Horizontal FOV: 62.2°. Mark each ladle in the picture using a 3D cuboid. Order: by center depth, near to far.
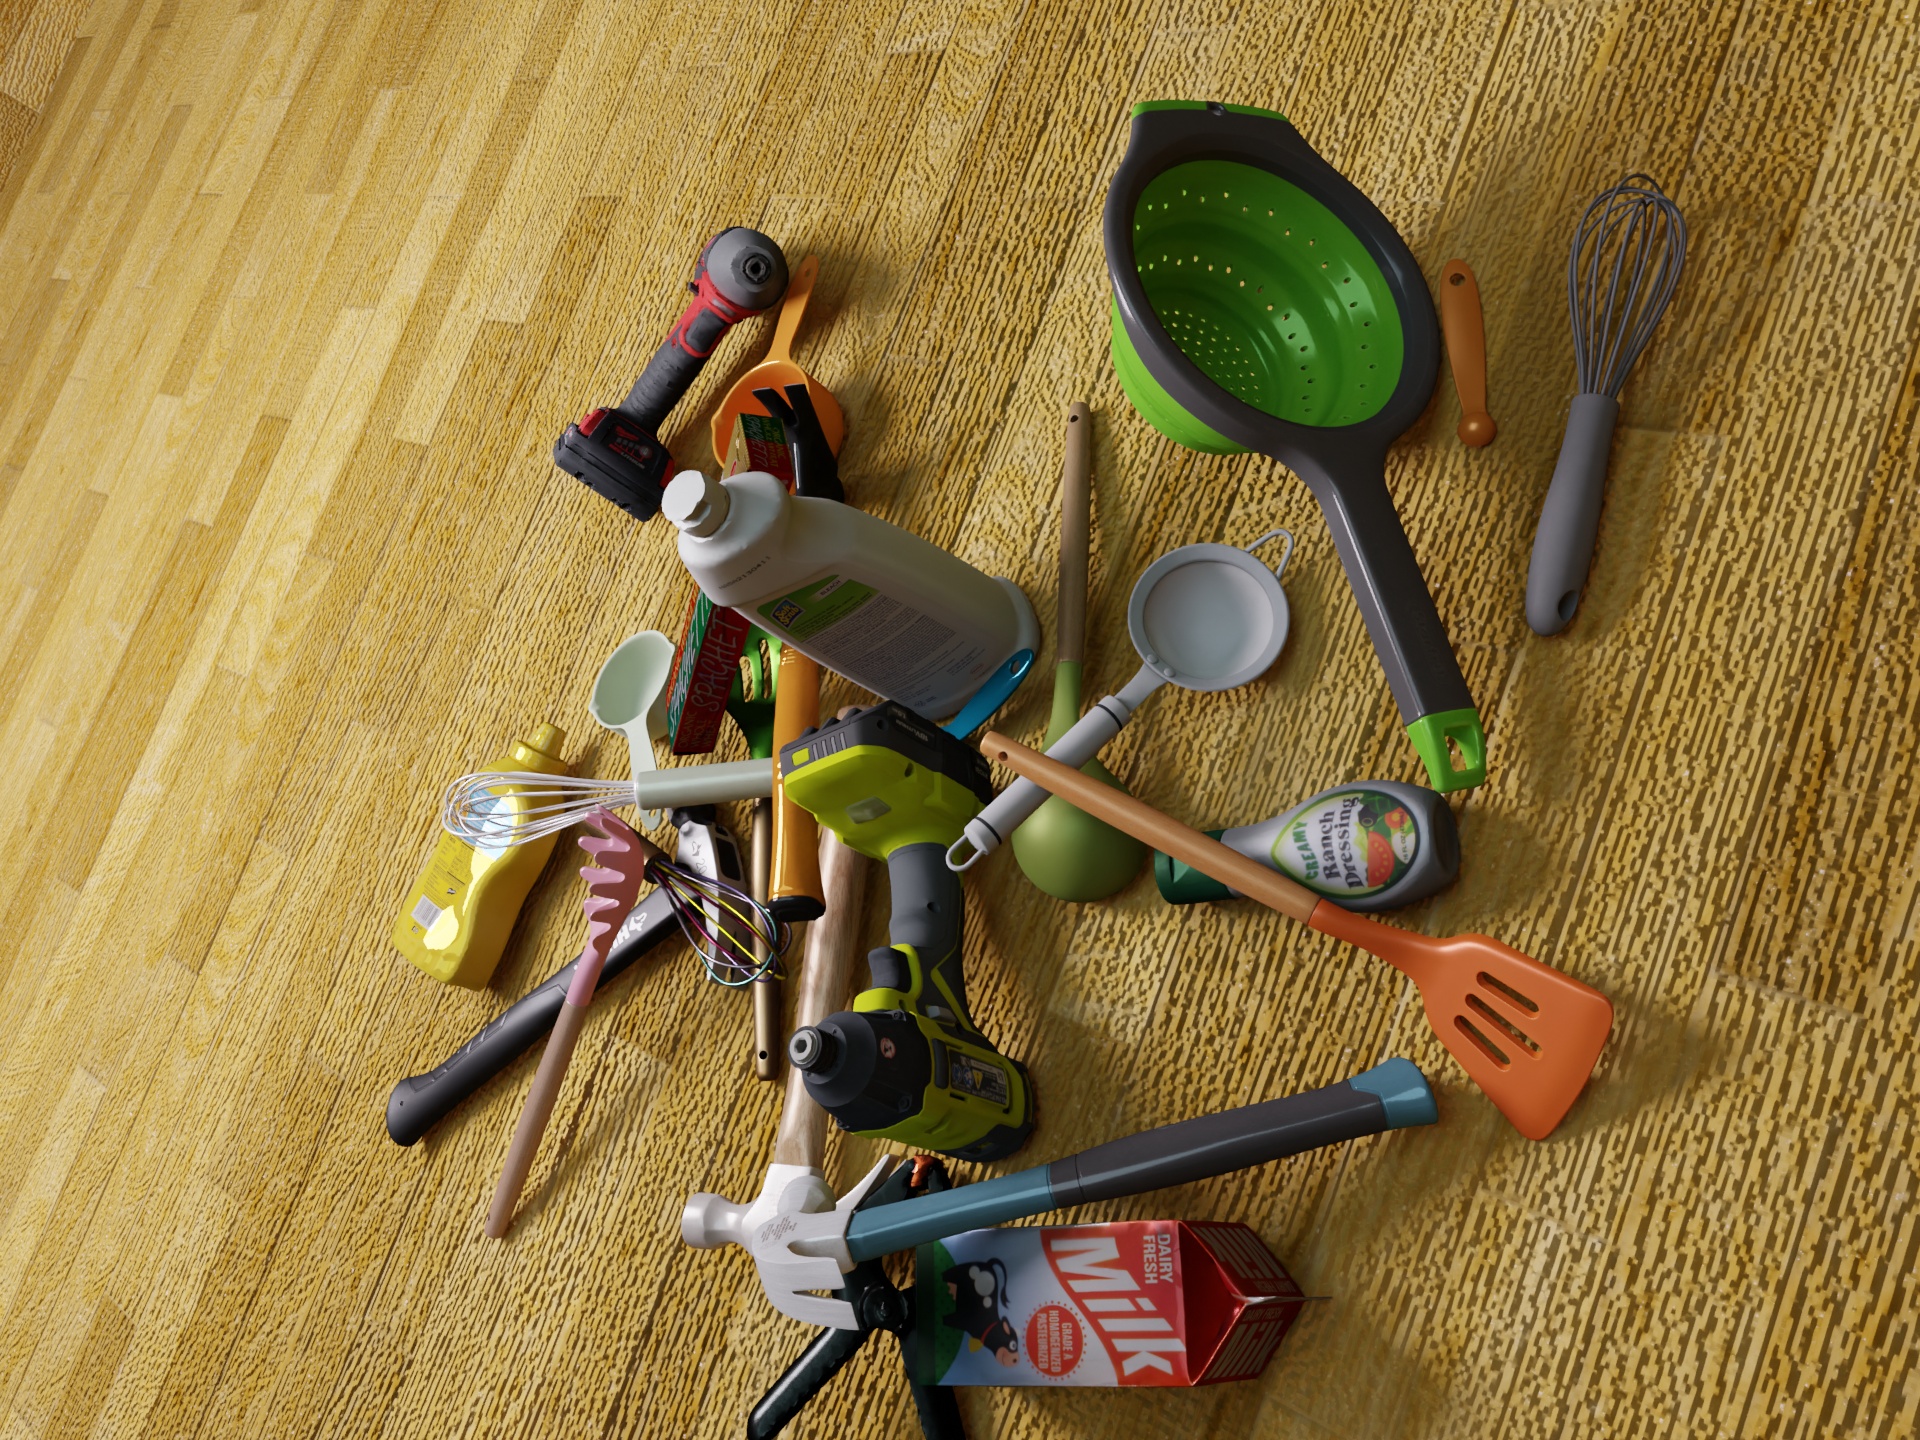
[{"bbox_3d":[0.071,-0.049,0.924,0.078,0.062,0.320,-14,57,31],"label":"ladle"}]

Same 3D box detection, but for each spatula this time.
[{"bbox_3d":[0.144,0.082,0.758,0.323,0.041,0.081,27,118,19],"label":"spatula"}]

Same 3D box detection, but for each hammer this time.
[{"bbox_3d":[0.058,0.216,0.751,0.331,0.128,0.033,-17,95,7],"label":"hammer"},{"bbox_3d":[-0.077,0.147,0.942,0.130,0.031,0.331,-3,67,26],"label":"hammer"},{"bbox_3d":[-0.099,-0.041,0.970,0.034,0.127,0.337,-6,63,7],"label":"hammer"},{"bbox_3d":[-0.271,0.191,1.071,0.334,0.035,0.146,-38,53,18],"label":"hammer"}]

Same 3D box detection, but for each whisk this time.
[{"bbox_3d":[0.312,-0.156,0.783,0.055,0.055,0.239,9,81,38],"label":"whisk"},{"bbox_3d":[-0.177,0.104,0.988,0.245,0.047,0.051,26,86,47],"label":"whisk"},{"bbox_3d":[-0.210,0.046,1.010,0.246,0.057,0.059,-6,32,5],"label":"whisk"}]

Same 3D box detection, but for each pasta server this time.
[{"bbox_3d":[-0.257,0.198,1.005,0.316,0.040,0.060,-67,27,17],"label":"pasta server"}]

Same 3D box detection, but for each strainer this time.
[{"bbox_3d":[0.086,-0.009,0.847,0.258,0.050,0.087,-42,71,-15],"label":"strainer"}]

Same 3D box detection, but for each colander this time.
[{"bbox_3d":[0.171,-0.137,0.839,0.094,0.204,0.397,-44,58,57],"label":"colander"}]

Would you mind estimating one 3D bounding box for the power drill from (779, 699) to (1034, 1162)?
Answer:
[{"bbox_3d":[-0.034,0.111,0.847,0.080,0.171,0.223,-23,57,27],"label":"power drill"}]

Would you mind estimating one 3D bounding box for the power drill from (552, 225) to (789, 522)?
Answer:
[{"bbox_3d":[-0.201,-0.258,1.148,0.219,0.078,0.143,-55,21,3],"label":"power drill"}]

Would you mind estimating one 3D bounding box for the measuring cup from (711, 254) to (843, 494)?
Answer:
[{"bbox_3d":[-0.114,-0.241,1.122,0.095,0.052,0.174,4,72,37],"label":"measuring cup"}]

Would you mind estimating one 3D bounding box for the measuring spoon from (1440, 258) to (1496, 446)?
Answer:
[{"bbox_3d":[0.270,-0.199,0.847,0.021,0.011,0.117,-5,69,14],"label":"measuring spoon"}]

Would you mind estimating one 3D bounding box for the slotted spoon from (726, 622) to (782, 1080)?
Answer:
[{"bbox_3d":[-0.127,0.072,1.019,0.070,0.031,0.314,-9,68,14],"label":"slotted spoon"}]

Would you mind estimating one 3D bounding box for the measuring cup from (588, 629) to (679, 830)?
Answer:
[{"bbox_3d":[-0.207,0.013,1.084,0.083,0.038,0.168,-33,50,20],"label":"measuring cup"}]

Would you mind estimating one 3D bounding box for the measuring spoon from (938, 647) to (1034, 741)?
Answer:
[{"bbox_3d":[-0.001,-0.003,0.938,0.128,0.021,0.042,-46,47,35],"label":"measuring spoon"}]
